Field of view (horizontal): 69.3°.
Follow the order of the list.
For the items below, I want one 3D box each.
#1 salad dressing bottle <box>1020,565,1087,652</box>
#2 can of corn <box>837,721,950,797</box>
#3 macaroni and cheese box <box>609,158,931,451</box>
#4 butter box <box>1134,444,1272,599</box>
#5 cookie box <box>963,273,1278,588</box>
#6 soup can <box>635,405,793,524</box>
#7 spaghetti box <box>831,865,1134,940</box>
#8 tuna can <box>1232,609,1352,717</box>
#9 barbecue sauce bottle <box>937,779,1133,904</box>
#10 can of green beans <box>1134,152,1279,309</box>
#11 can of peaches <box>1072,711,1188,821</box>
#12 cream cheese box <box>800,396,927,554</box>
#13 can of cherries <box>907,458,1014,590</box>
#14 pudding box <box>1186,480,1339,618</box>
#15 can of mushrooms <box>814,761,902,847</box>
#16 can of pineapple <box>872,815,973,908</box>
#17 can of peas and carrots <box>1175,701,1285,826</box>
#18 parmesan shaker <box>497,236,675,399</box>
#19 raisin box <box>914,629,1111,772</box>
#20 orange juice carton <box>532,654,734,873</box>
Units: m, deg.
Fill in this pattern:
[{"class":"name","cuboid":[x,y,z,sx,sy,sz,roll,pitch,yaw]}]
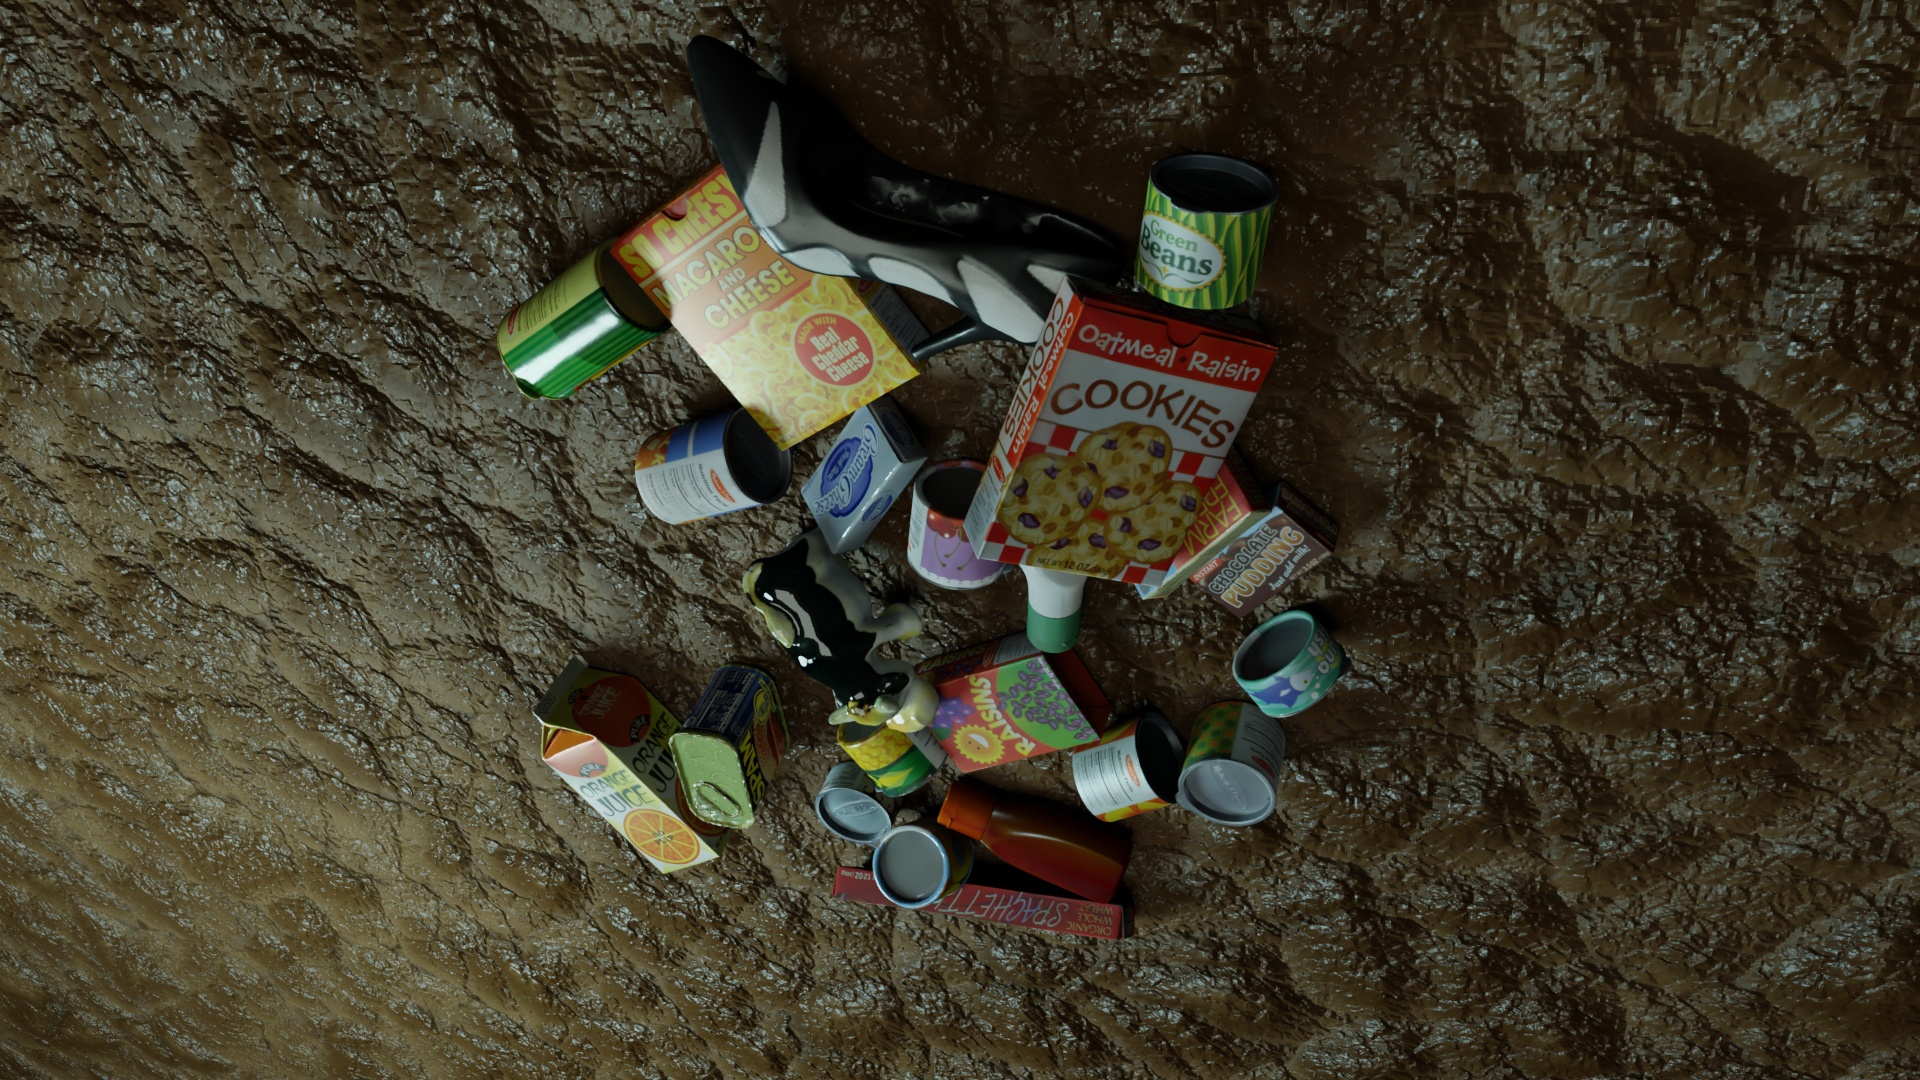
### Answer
[{"class":"salad dressing bottle","cuboid":[0.062,0.013,0.900,0.044,0.064,0.146,45,151,35]},{"class":"can of corn","cuboid":[-0.052,0.150,1.043,0.071,0.071,0.058,-23,117,34]},{"class":"macaroni and cheese box","cuboid":[-0.114,-0.148,0.847,0.123,0.040,0.166,-26,115,34]},{"class":"butter box","cuboid":[0.139,-0.012,0.853,0.103,0.024,0.053,-45,63,40]},{"class":"cookie box","cuboid":[0.088,-0.057,0.788,0.123,0.040,0.166,10,121,-22]},{"class":"soup can","cuboid":[-0.163,-0.051,0.927,0.083,0.072,0.071,-11,122,33]},{"class":"spaghetti box","cuboid":[0.019,0.299,1.148,0.250,0.029,0.050,3,168,19]},{"class":"tuna can","cuboid":[0.211,0.077,0.886,0.071,0.071,0.033,-29,113,36]},{"class":"barbecue sauce bottle","cuboid":[0.056,0.232,1.086,0.148,0.044,0.064,22,134,4]},{"class":"can of green beans","cuboid":[0.127,-0.162,0.726,0.071,0.071,0.057,14,131,10]},{"class":"can of peaches","cuboid":[0.123,0.162,0.991,0.058,0.071,0.071,-25,115,35]},{"class":"cream cheese box","cuboid":[-0.065,-0.042,0.908,0.103,0.024,0.053,-50,62,41]},{"class":"can of cherries","cuboid":[0.003,-0.011,0.897,0.071,0.072,0.058,15,130,9]},{"class":"pudding box","cuboid":[0.187,0.006,0.863,0.049,0.030,0.083,39,130,-11]},{"class":"can of mushrooms","cuboid":[-0.081,0.215,1.131,0.071,0.034,0.070,10,129,13]},{"class":"can of pineapple","cuboid":[-0.029,0.258,1.109,0.071,0.058,0.071,-2,85,20]},{"class":"can of peas and carrots","cuboid":[0.187,0.155,0.963,0.071,0.059,0.070,11,130,13]},{"class":"parmesan shaker","cuboid":[-0.236,-0.138,0.881,0.103,0.072,0.071,-24,116,34]},{"class":"raisin box","cuboid":[0.033,0.115,1.003,0.123,0.040,0.086,-20,118,31]},{"class":"orange juice carton","cuboid":[-0.271,0.183,1.152,0.073,0.072,0.192,-25,116,34]}]
